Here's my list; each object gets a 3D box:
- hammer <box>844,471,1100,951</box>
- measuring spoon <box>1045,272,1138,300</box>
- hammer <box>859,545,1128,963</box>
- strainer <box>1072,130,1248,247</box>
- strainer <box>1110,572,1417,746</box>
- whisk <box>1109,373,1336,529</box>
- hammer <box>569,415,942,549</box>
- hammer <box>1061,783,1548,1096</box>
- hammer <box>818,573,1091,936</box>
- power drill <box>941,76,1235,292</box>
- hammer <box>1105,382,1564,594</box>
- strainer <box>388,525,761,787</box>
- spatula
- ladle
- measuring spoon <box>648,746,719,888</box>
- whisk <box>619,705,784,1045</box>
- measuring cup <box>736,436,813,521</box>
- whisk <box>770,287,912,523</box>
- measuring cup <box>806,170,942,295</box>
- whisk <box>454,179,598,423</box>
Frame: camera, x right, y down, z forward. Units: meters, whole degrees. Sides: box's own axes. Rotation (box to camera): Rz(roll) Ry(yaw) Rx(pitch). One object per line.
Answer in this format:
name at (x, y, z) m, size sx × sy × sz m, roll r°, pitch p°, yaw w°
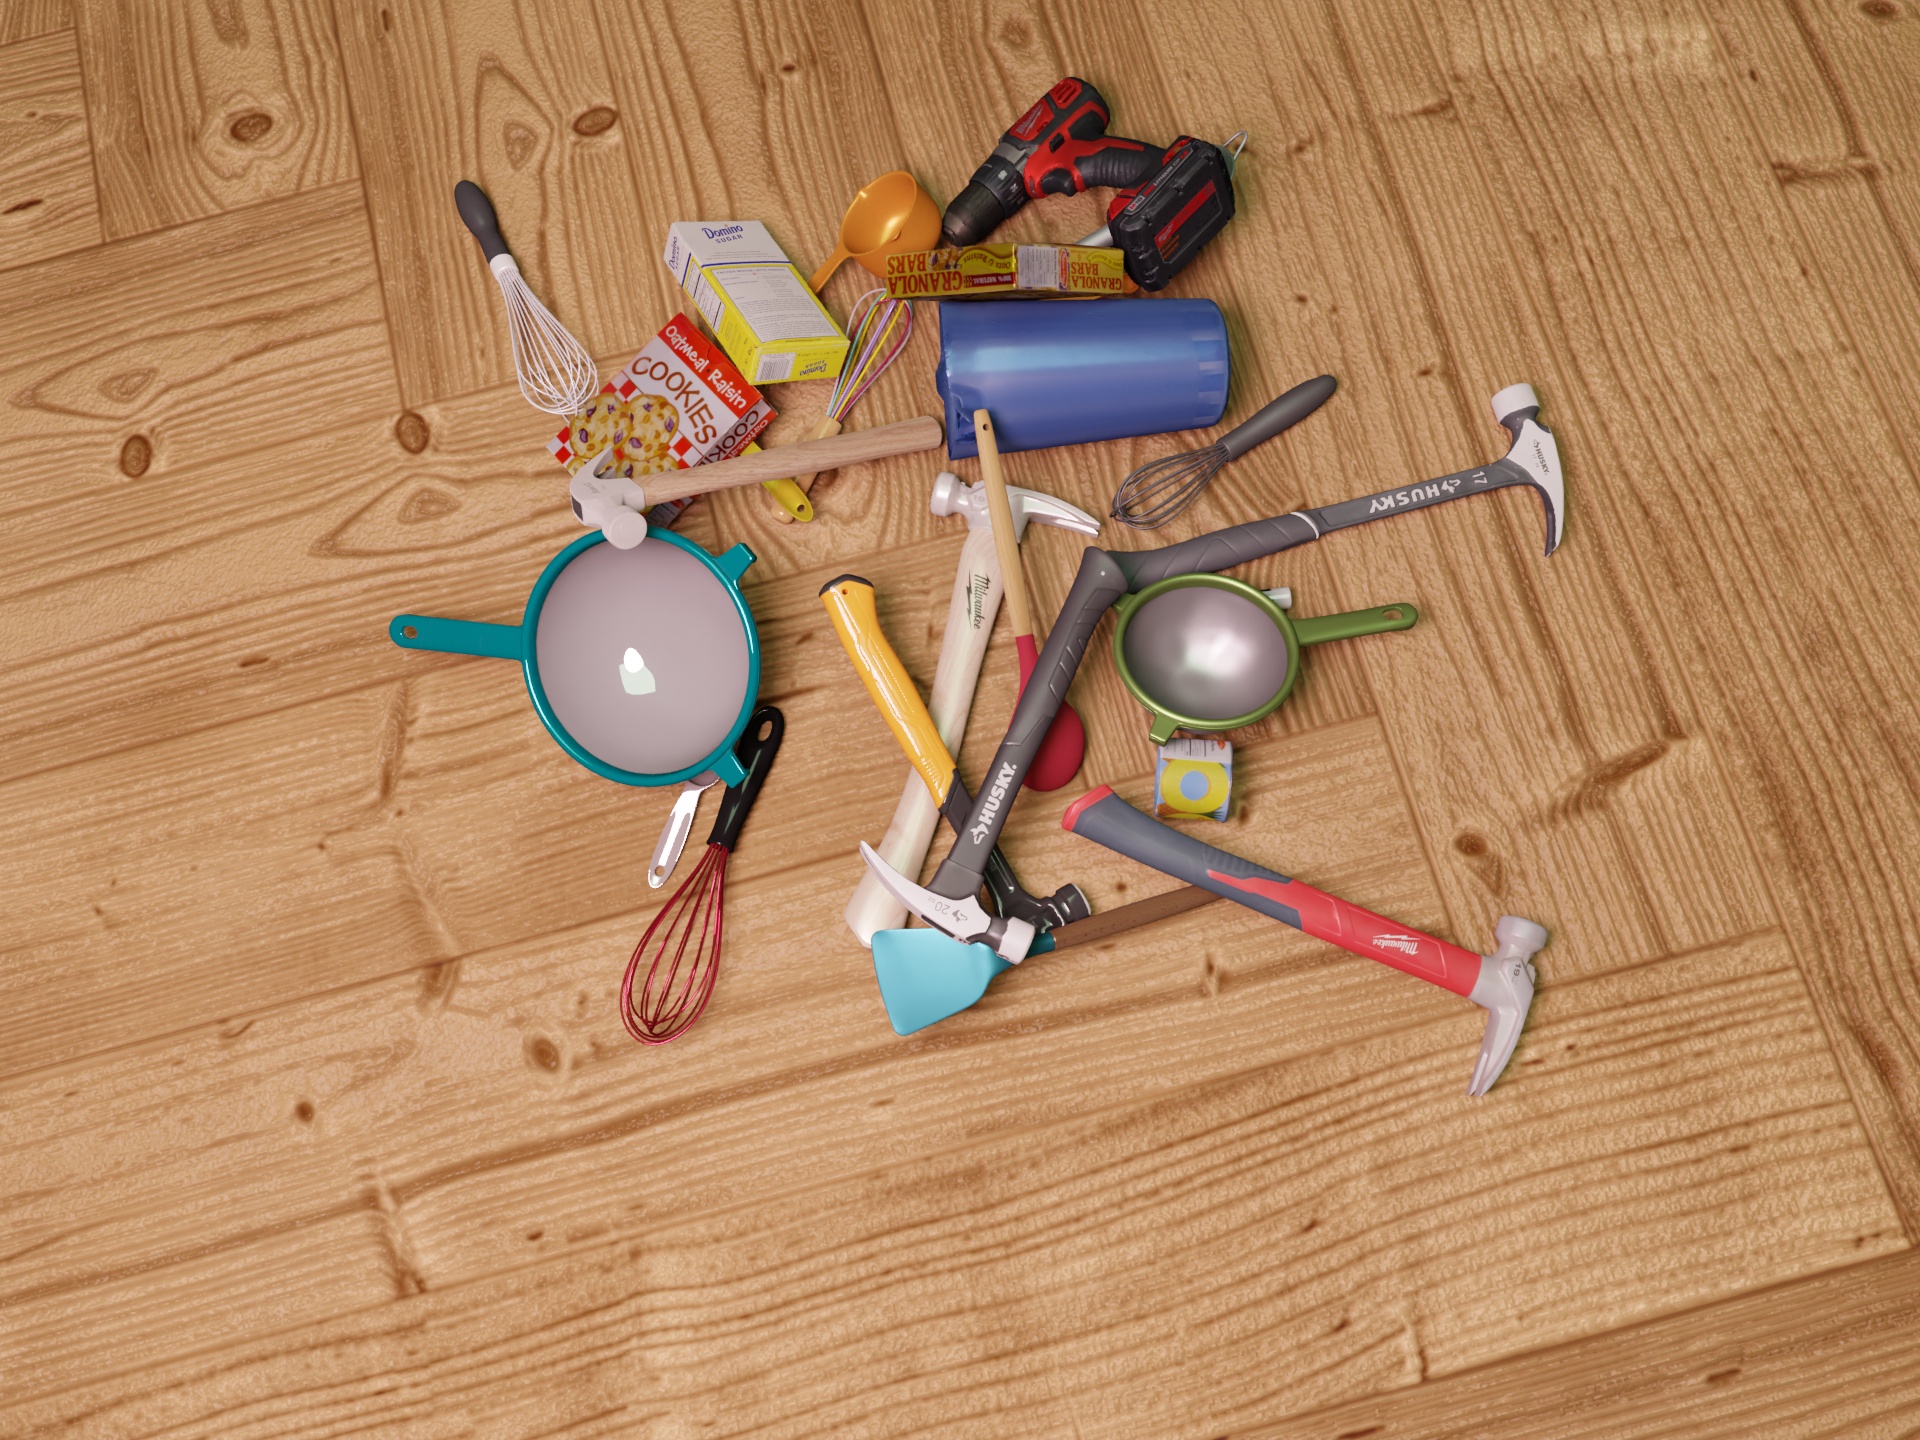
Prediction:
hammer at (-0.002, -0.004, 1.321) m, size 0.146 × 0.038 × 0.411 m, roll 15°, pitch 77°, yaw 5°
measuring spoon at (0.104, -0.381, 1.431) m, size 0.117 × 0.011 × 0.021 m, roll -13°, pitch 76°, yaw 3°
hammer at (0.045, 0.009, 1.235) m, size 0.146 × 0.035 × 0.335 m, roll 25°, pitch 72°, yaw 2°
strainer at (0.149, -0.444, 1.429) m, size 0.258 × 0.050 × 0.087 m, roll -30°, pitch 49°, yaw 1°
strainer at (0.248, -0.052, 1.307) m, size 0.256 × 0.069 × 0.152 m, roll -10°, pitch 59°, yaw -8°
whisk at (0.228, -0.234, 1.365) m, size 0.239 × 0.055 × 0.055 m, roll -33°, pitch 76°, yaw -10°
hammer at (-0.162, -0.211, 1.314) m, size 0.331 × 0.031 × 0.130 m, roll -18°, pitch 37°, yaw -30°
hammer at (0.256, 0.157, 1.238) m, size 0.386 × 0.038 × 0.143 m, roll 22°, pitch 78°, yaw 0°
hammer at (-0.028, 0.039, 1.269) m, size 0.127 × 0.034 × 0.337 m, roll -28°, pitch 88°, yaw -14°
power drill at (0.104, -0.458, 1.389) m, size 0.188 × 0.080 × 0.227 m, roll -46°, pitch 54°, yaw -6°
hammer at (0.312, -0.165, 1.349) m, size 0.409 × 0.036 × 0.149 m, roll -15°, pitch 76°, yaw -1°
strainer at (-0.306, -0.064, 1.323) m, size 0.340 × 0.095 × 0.211 m, roll 6°, pitch 101°, yaw 17°
spatula at (0.090, 0.164, 1.245) m, size 0.317 × 0.044 × 0.082 m, roll -14°, pitch 85°, yaw -18°
ladle at (0.047, -0.095, 1.287) m, size 0.069 × 0.031 × 0.315 m, roll -13°, pitch 95°, yaw -14°
measuring spoon at (-0.231, 0.081, 1.323) m, size 0.034 × 0.018 × 0.124 m, roll 22°, pitch 84°, yaw 1°
whisk at (-0.201, 0.121, 1.289) m, size 0.073 × 0.073 × 0.296 m, roll 16°, pitch 70°, yaw 7°
measuring cup at (-0.174, -0.224, 1.384) m, size 0.062 × 0.029 × 0.157 m, roll -42°, pitch 72°, yaw 4°
whisk at (-0.105, -0.282, 1.402) m, size 0.047 × 0.051 × 0.245 m, roll 22°, pitch 81°, yaw 30°
measuring cup at (-0.087, -0.409, 1.428) m, size 0.173 × 0.052 × 0.095 m, roll -45°, pitch 46°, yaw 15°
whisk at (-0.399, -0.384, 1.433) m, size 0.070 × 0.070 × 0.285 m, roll -27°, pitch 70°, yaw -4°
